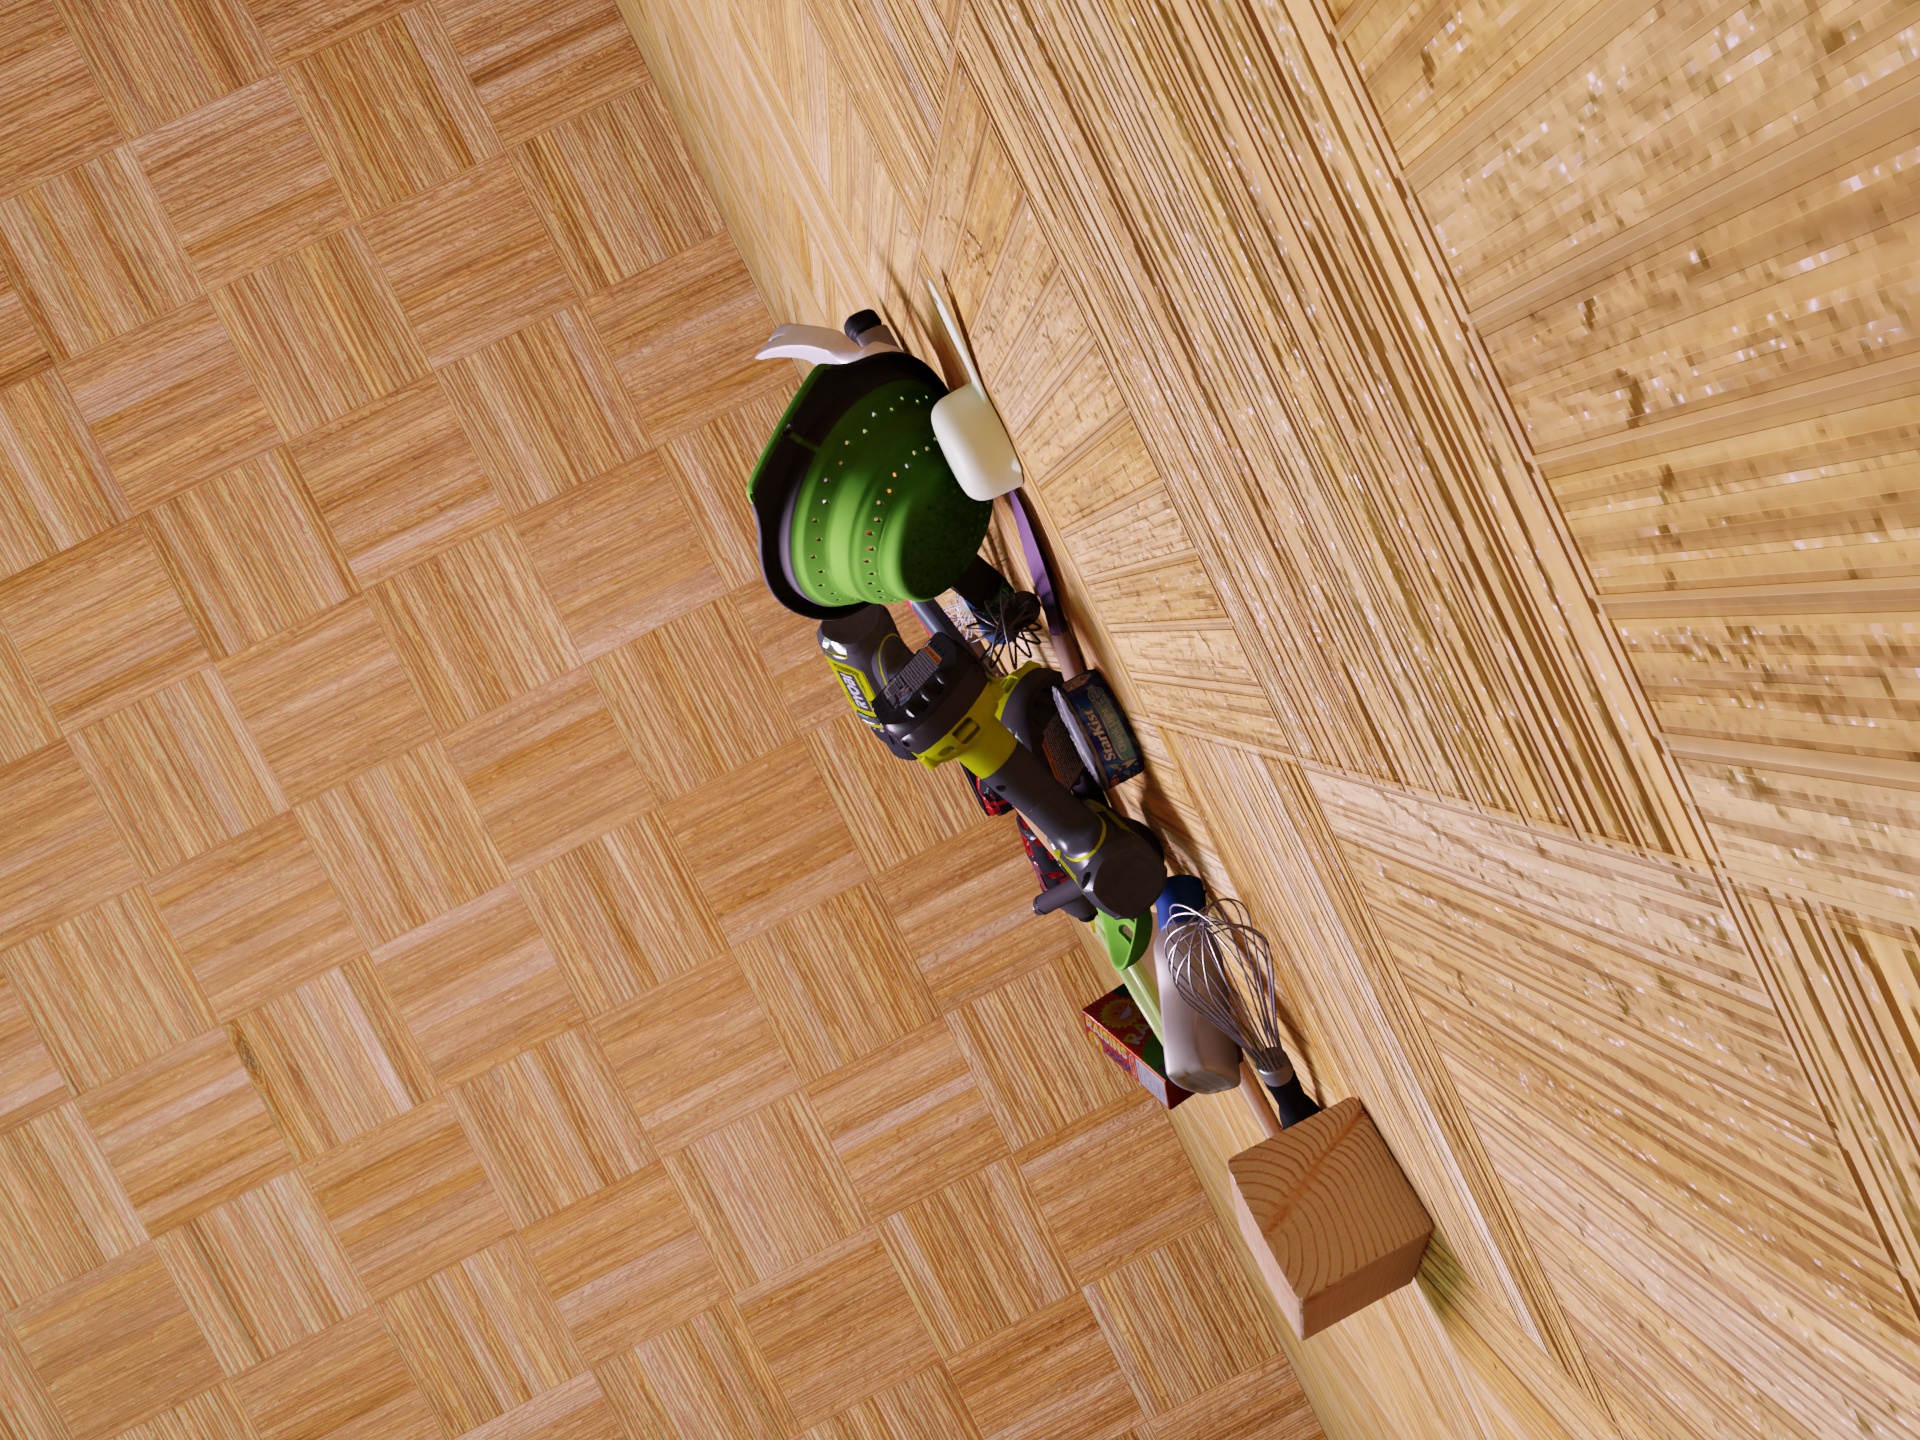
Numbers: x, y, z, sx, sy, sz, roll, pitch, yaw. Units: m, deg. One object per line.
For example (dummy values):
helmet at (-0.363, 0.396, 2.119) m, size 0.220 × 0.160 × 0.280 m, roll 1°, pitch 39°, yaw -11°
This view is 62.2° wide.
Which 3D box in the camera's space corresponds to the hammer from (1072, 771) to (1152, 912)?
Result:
hammer at (0.143, 0.119, 1.499) m, size 0.330 × 0.033 × 0.128 m, roll 64°, pitch 178°, yaw -21°

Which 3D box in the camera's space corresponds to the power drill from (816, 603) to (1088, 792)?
power drill at (-0.002, -0.004, 1.352) m, size 0.229 × 0.080 × 0.190 m, roll 20°, pitch 153°, yaw 31°

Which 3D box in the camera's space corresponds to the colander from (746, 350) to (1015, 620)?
colander at (-0.011, -0.133, 1.212) m, size 0.095 × 0.204 × 0.396 m, roll 29°, pitch 180°, yaw 27°

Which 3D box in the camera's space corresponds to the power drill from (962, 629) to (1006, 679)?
power drill at (0.040, 0.001, 1.981) m, size 0.226 × 0.084 × 0.185 m, roll 82°, pitch 162°, yaw -70°

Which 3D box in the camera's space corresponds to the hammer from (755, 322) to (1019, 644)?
hammer at (-0.037, -0.187, 1.337) m, size 0.144 × 0.035 × 0.405 m, roll 25°, pitch 163°, yaw 33°

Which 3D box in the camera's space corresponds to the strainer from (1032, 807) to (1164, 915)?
strainer at (0.114, 0.129, 1.329) m, size 0.258 × 0.050 × 0.087 m, roll -41°, pitch 66°, yaw 62°

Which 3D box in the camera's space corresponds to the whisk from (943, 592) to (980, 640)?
whisk at (0.010, -0.122, 1.661) m, size 0.246 × 0.059 × 0.058 m, roll 135°, pitch 136°, yaw -83°

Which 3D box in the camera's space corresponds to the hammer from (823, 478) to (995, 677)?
hammer at (-0.035, -0.110, 1.454) m, size 0.387 × 0.038 × 0.143 m, roll 53°, pitch 175°, yaw 19°

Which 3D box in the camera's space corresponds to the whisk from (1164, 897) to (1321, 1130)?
whisk at (0.198, 0.211, 1.054) m, size 0.284 × 0.070 × 0.070 m, roll 60°, pitch -179°, yaw -39°

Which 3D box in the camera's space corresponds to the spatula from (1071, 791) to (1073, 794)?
spatula at (0.132, 0.093, 1.635) m, size 0.082 × 0.044 × 0.317 m, roll -127°, pitch 16°, yaw -81°

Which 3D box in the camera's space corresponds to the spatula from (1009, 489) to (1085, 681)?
spatula at (0.080, -0.050, 1.183) m, size 0.315 × 0.018 × 0.060 m, roll 67°, pitch -179°, yaw -46°

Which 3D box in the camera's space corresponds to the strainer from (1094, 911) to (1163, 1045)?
strainer at (0.171, 0.207, 1.386) m, size 0.151 × 0.069 × 0.256 m, roll 61°, pitch 179°, yaw -11°

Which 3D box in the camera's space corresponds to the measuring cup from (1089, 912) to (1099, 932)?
measuring cup at (0.123, 0.133, 1.561) m, size 0.062 × 0.029 × 0.157 m, roll 65°, pitch -169°, yaw -58°

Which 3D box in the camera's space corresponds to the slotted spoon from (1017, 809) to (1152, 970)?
slotted spoon at (0.089, 0.109, 1.302) m, size 0.314 × 0.031 × 0.070 m, roll -130°, pitch 48°, yaw -61°

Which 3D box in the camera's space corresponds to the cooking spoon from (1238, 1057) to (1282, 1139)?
cooking spoon at (0.279, 0.369, 1.423) m, size 0.319 × 0.017 × 0.068 m, roll 63°, pitch 175°, yaw 9°

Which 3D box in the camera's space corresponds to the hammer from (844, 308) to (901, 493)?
hammer at (-0.052, -0.222, 1.453) m, size 0.127 × 0.034 × 0.336 m, roll 60°, pitch 169°, yaw 23°

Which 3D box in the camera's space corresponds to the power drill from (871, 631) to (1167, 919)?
power drill at (0.043, 0.041, 1.159) m, size 0.223 × 0.080 × 0.171 m, roll 43°, pitch -178°, yaw -14°

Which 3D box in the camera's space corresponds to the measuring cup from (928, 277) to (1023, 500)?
measuring cup at (-0.005, -0.209, 1.020) m, size 0.083 × 0.038 × 0.167 m, roll 61°, pitch 179°, yaw 42°

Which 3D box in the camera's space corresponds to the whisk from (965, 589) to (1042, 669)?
whisk at (0.041, -0.074, 1.171) m, size 0.055 × 0.055 × 0.239 m, roll 64°, pitch -170°, yaw -5°

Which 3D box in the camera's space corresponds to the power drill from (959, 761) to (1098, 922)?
power drill at (0.071, 0.089, 1.502) m, size 0.143 × 0.078 × 0.220 m, roll 65°, pitch 176°, yaw -37°
